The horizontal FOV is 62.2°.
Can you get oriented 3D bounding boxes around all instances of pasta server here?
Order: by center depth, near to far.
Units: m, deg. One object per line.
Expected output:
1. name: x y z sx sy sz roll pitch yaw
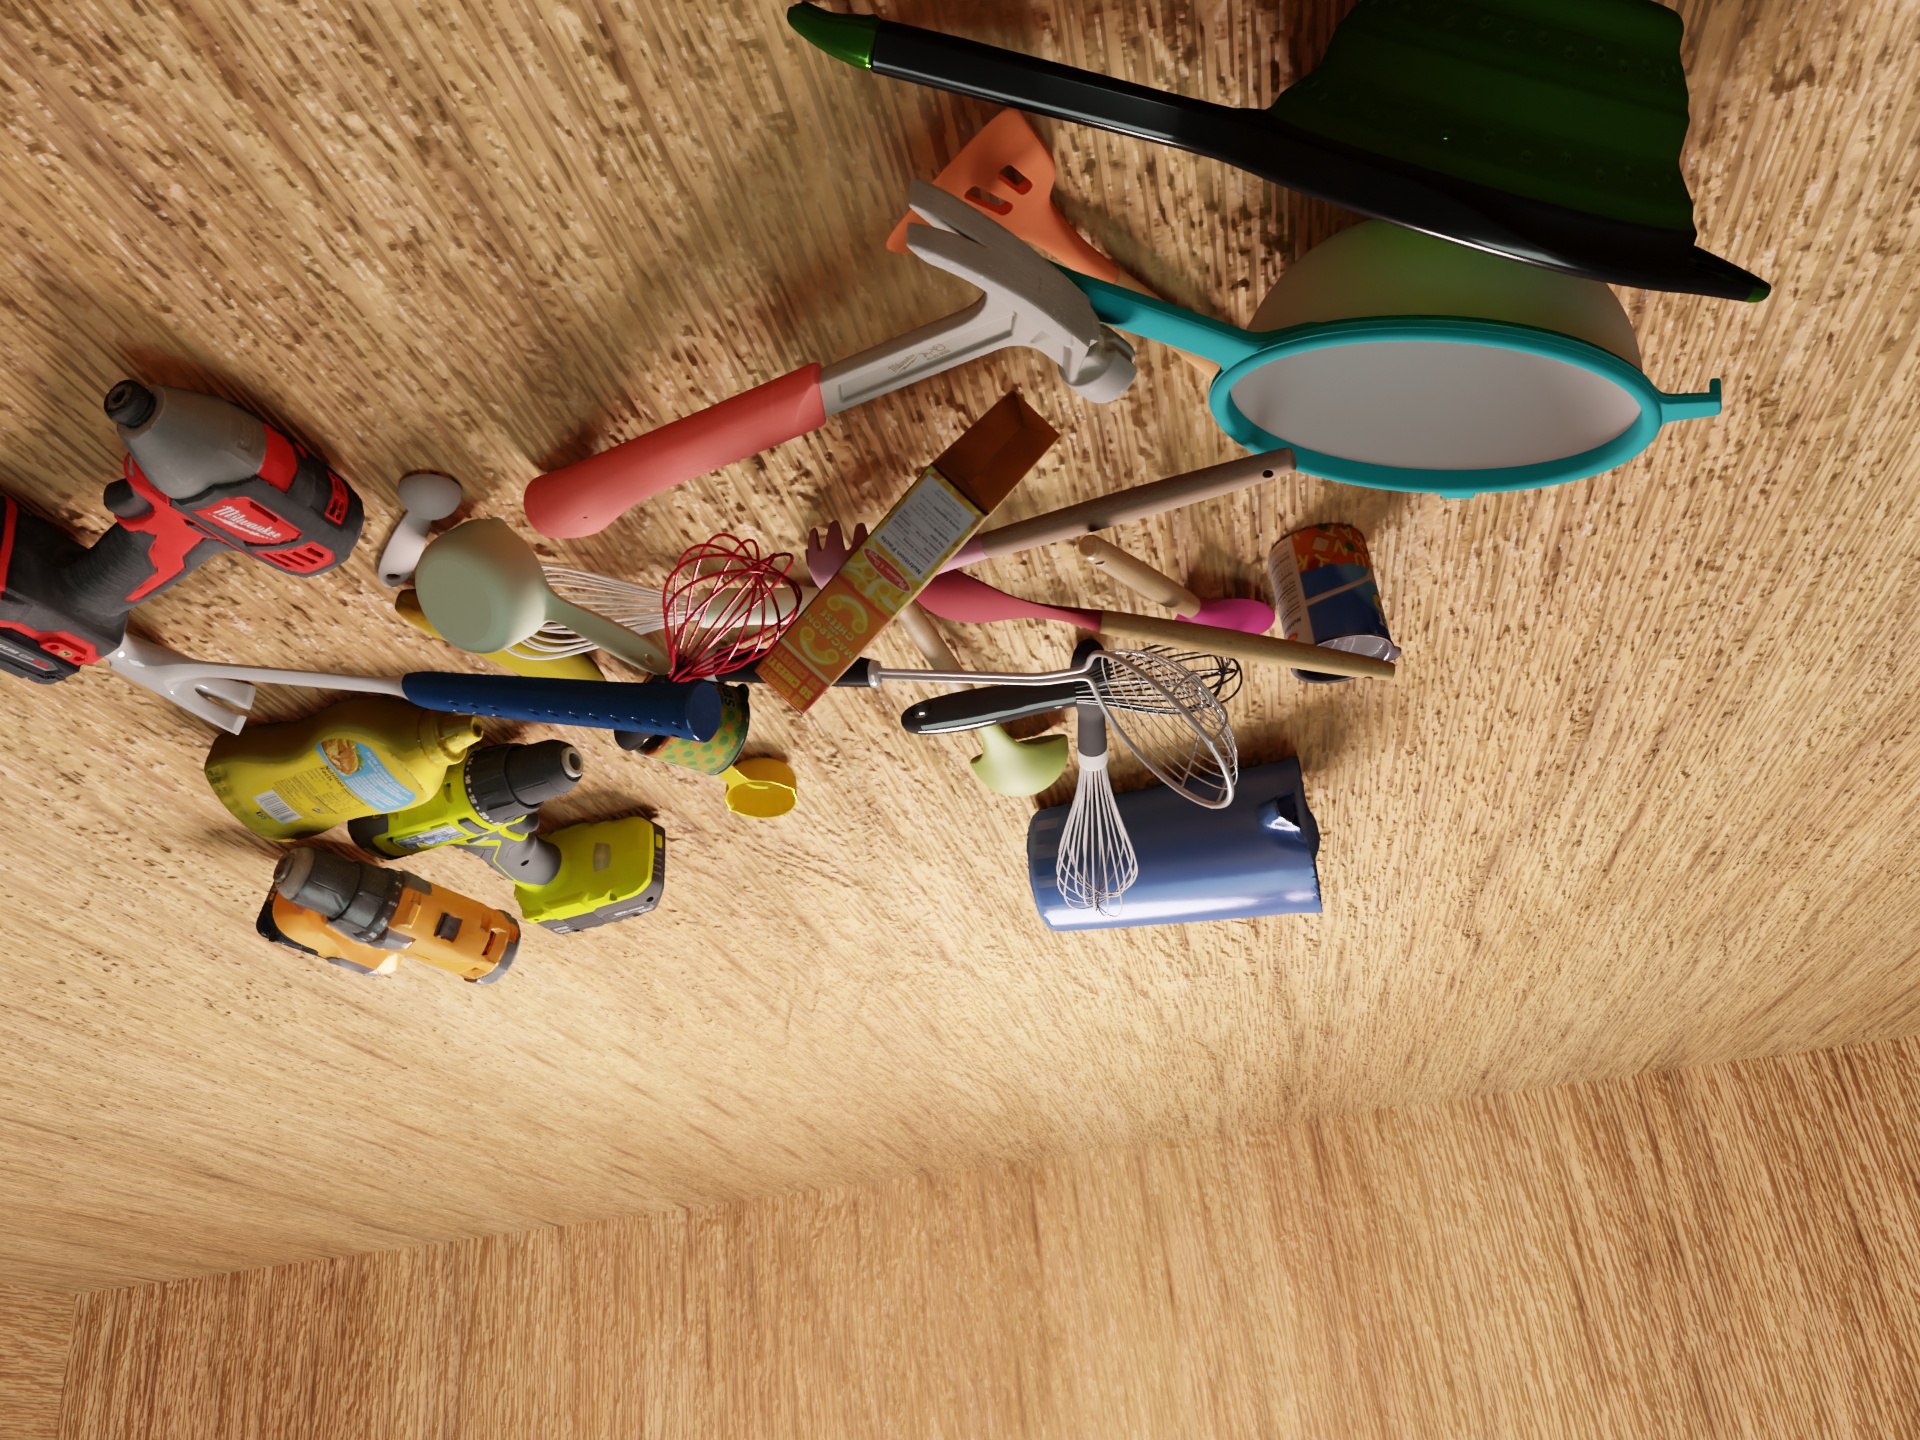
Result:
1. pasta server: 0.040 -0.112 0.905 0.316 0.040 0.060 -12 140 30

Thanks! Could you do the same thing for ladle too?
1. ladle: 0.114 -0.058 0.996 0.315 0.031 0.069 10 168 4
2. ladle: 0.002 -0.031 1.134 0.078 0.062 0.319 -14 146 17

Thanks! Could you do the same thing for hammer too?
1. hammer: -0.101 -0.151 0.773 0.359 0.037 0.149 -12 157 38
2. hammer: -0.332 -0.019 0.951 0.405 0.035 0.144 5 159 17

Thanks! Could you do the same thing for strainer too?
1. strainer: 0.173 -0.201 0.757 0.340 0.095 0.211 13 171 -19

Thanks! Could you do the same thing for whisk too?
1. whisk: -0.165 -0.036 0.959 0.073 0.073 0.296 6 158 -24
2. whisk: -0.170 -0.070 1.000 0.246 0.059 0.058 -2 -167 -18
3. whisk: 0.077 -0.017 1.097 0.239 0.055 0.055 -10 154 0
4. whisk: 0.101 0.048 1.217 0.070 0.070 0.284 -7 132 0

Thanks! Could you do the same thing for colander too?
1. colander: 0.134 -0.263 0.622 0.397 0.205 0.094 13 117 -4

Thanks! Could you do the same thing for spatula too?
1. spatula: 0.090 -0.204 0.792 0.081 0.041 0.322 -42 142 24

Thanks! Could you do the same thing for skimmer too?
1. skimmer: -0.002 -0.003 1.035 0.363 0.090 0.127 3 152 12

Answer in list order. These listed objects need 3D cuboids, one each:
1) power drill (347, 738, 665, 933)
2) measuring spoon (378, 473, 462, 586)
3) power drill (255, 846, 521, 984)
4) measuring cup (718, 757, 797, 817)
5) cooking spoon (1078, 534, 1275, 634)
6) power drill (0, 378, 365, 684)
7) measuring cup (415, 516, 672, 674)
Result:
1. power drill: -0.330 0.086 1.243 0.190 0.080 0.228 -16 150 20
2. measuring spoon: -0.319 -0.104 0.924 0.034 0.018 0.124 9 151 -29
3. power drill: -0.473 0.146 1.243 0.185 0.084 0.226 31 157 -37
4. measuring cup: -0.181 0.026 1.224 0.062 0.029 0.156 -19 139 23
5. cooking spoon: 0.138 -0.077 1.010 0.069 0.017 0.318 -16 166 23
6. power drill: -0.445 -0.103 0.836 0.219 0.079 0.143 -18 152 16
7. measuring cup: -0.241 -0.057 0.907 0.168 0.038 0.083 25 124 18
